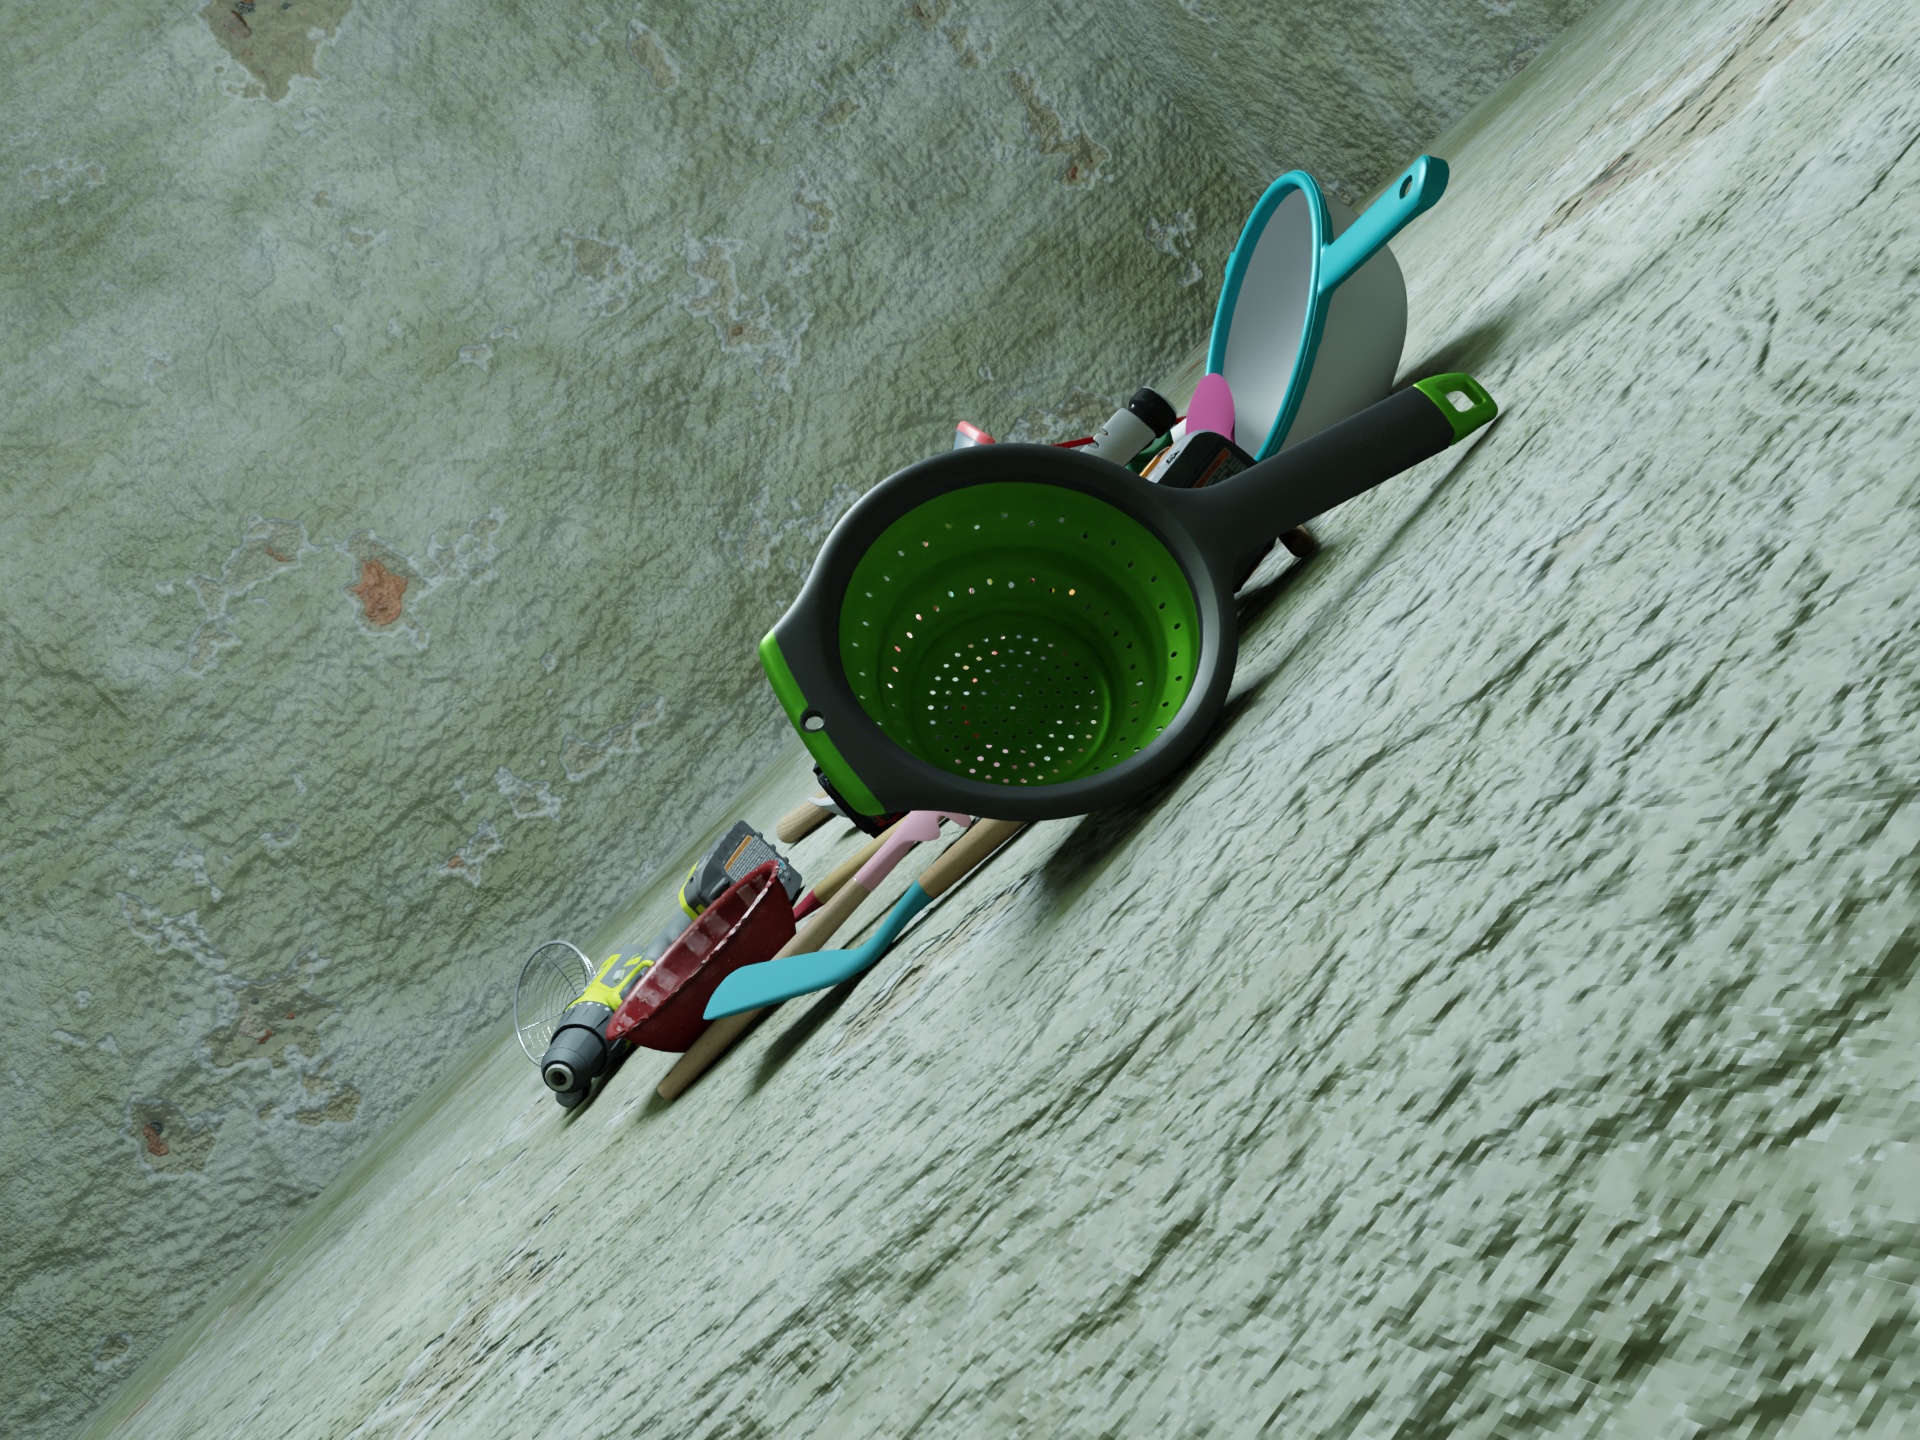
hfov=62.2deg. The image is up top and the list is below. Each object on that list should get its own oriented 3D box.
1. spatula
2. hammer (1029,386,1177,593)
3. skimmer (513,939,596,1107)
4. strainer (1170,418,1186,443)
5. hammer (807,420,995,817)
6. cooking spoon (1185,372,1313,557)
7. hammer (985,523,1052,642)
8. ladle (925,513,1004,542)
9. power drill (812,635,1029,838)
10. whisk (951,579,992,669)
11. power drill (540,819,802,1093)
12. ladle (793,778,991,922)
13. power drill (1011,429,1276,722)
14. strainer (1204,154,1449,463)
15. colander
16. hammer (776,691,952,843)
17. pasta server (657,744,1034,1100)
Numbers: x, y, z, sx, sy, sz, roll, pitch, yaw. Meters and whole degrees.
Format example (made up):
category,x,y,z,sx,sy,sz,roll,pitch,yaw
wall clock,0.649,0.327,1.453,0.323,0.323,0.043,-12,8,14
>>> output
category,x,y,z,sx,sy,sz,roll,pitch,yaw
spatula,-0.007,0.068,0.873,0.317,0.044,0.082,-41,5,7
hammer,0.084,-0.117,1.143,0.127,0.034,0.336,-46,-10,-11
skimmer,-0.382,0.292,1.471,0.363,0.090,0.127,-166,91,-79
strainer,0.163,-0.227,1.403,0.258,0.050,0.086,-36,-36,17
hammer,-0.042,-0.097,1.425,0.143,0.038,0.386,-23,46,56
cooking spoon,0.179,-0.164,1.025,0.319,0.017,0.068,-99,19,-65
hammer,0.062,-0.110,1.478,0.359,0.037,0.149,-37,-42,-82
ladle,0.094,-0.209,1.364,0.320,0.062,0.078,-12,-7,3
power drill,-0.002,-0.004,1.176,0.219,0.078,0.143,-31,13,48
whisk,0.012,-0.081,1.452,0.051,0.047,0.245,-2,36,5
power drill,-0.245,0.200,1.309,0.228,0.080,0.191,-44,6,17
ladle,-0.080,0.111,1.115,0.315,0.031,0.069,-38,16,24
power drill,0.098,-0.072,0.958,0.164,0.084,0.226,-51,2,-13
strainer,0.254,-0.263,1.014,0.340,0.095,0.211,146,132,-76
colander,0.098,-0.064,0.798,0.397,0.205,0.094,-27,-24,-14
hammer,-0.090,0.050,1.529,0.331,0.031,0.130,-36,9,47
pasta server,-0.073,0.126,0.990,0.316,0.040,0.060,-46,6,5
